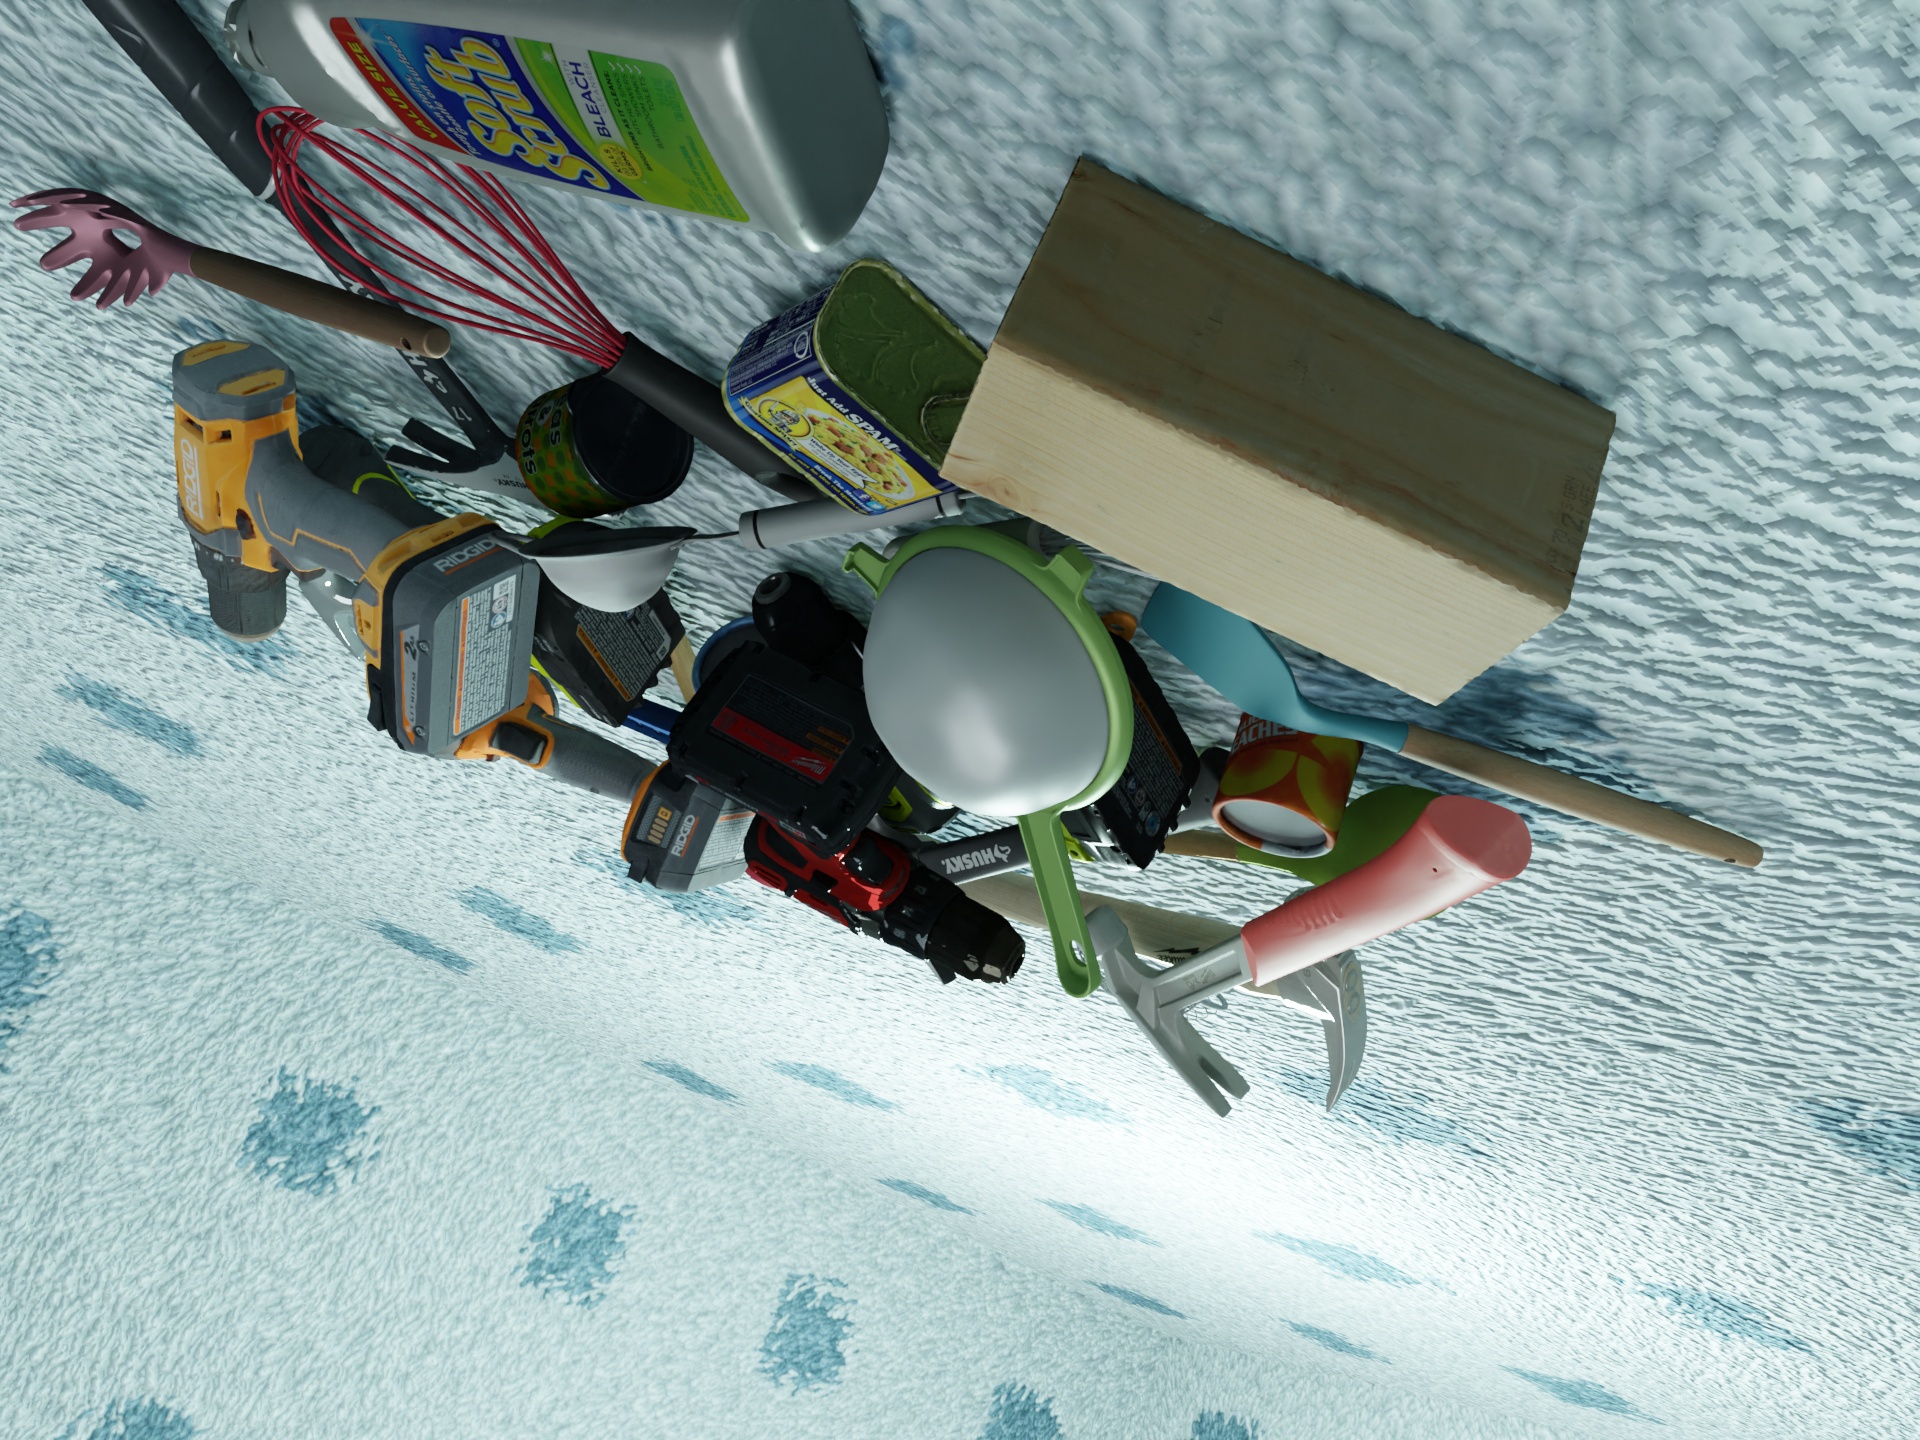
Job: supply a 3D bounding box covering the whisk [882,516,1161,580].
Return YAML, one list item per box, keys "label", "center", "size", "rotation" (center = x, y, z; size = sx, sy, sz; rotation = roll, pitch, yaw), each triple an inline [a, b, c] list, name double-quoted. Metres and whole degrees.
- label: "whisk"
  center: [0.045, -0.083, 0.721]
  size: [0.246, 0.059, 0.057]
  rotation: [-1, 111, 49]

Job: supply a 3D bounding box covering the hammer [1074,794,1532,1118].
- label: "hammer"
  center: [0.181, 0.123, 0.845]
  size: [0.149, 0.037, 0.359]
  rotation: [50, 151, 3]

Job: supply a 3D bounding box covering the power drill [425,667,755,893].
- label: "power drill"
  center: [-0.243, 0.026, 0.992]
  size: [0.226, 0.084, 0.164]
  rotation: [25, -175, 11]

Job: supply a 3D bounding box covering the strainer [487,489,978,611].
- label: "strainer"
  center: [-0.105, -0.087, 0.755]
  size: [0.258, 0.087, 0.050]
  rotation: [-8, 104, 16]

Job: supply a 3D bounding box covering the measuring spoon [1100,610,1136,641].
- label: "measuring spoon"
  center: [0.069, -0.031, 0.842]
  size: [0.021, 0.011, 0.117]
  rotation: [25, 156, -5]

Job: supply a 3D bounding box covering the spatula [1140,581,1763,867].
- label: "spatula"
  center: [0.238, 0.006, 0.763]
  size: [0.317, 0.044, 0.082]
  rotation: [19, 156, -3]

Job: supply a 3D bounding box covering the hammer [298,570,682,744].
- label: "hammer"
  center: [-0.279, -0.023, 1.135]
  size: [0.405, 0.035, 0.144]
  rotation: [22, 156, 2]

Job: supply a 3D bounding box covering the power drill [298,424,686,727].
- label: "power drill"
  center: [-0.284, -0.082, 0.953]
  size: [0.223, 0.080, 0.171]
  rotation: [21, 156, 24]

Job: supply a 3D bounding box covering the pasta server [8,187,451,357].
- label: "pasta server"
  center: [-0.336, -0.199, 0.722]
  size: [0.316, 0.040, 0.060]
  rotation: [23, 146, 33]

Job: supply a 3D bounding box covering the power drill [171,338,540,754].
- label: "power drill"
  center: [-0.337, -0.075, 0.858]
  size: [0.226, 0.084, 0.185]
  rotation: [35, 133, 17]

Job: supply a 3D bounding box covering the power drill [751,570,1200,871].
- label: "power drill"
  center: [-0.001, -0.003, 0.872]
  size: [0.229, 0.080, 0.190]
  rotation: [8, 144, 42]

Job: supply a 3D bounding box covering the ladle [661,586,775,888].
- label: "ladle"
  center: [-0.158, 0.023, 1.069]
  size: [0.069, 0.031, 0.315]
  rotation: [6, 139, 20]

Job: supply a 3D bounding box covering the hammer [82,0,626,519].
- label: "hammer"
  center: [-0.300, -0.231, 0.717]
  size: [0.149, 0.036, 0.408]
  rotation: [11, 154, 26]

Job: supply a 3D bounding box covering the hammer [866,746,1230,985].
- label: "hammer"
  center: [0.057, 0.078, 0.993]
  size: [0.335, 0.035, 0.146]
  rotation: [-20, 93, 49]

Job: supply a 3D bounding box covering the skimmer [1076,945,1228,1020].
- label: "skimmer"
  center: [0.197, 0.120, 1.030]
  size: [0.127, 0.090, 0.363]
  rotation: [32, 145, -14]

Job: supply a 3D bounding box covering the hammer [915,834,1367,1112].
- label: "hammer"
  center: [0.079, 0.137, 1.063]
  size: [0.411, 0.038, 0.146]
  rotation: [12, 125, 41]

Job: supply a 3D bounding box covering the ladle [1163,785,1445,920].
- label: "ladle"
  center: [0.157, 0.068, 0.947]
  size: [0.320, 0.062, 0.078]
  rotation: [4, 120, 51]

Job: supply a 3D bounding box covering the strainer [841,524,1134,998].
- label: "strainer"
  center: [0.014, 0.037, 0.751]
  size: [0.151, 0.069, 0.256]
  rotation: [7, 122, 43]

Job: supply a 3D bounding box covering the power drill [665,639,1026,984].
- label: "power drill"
  center: [-0.056, 0.067, 0.895]
  size: [0.188, 0.080, 0.226]
  rotation: [26, 159, 21]

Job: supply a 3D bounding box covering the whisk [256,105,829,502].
- label: "whisk"
  center: [-0.168, -0.173, 0.702]
  size: [0.295, 0.073, 0.073]
  rotation: [31, 156, -32]
